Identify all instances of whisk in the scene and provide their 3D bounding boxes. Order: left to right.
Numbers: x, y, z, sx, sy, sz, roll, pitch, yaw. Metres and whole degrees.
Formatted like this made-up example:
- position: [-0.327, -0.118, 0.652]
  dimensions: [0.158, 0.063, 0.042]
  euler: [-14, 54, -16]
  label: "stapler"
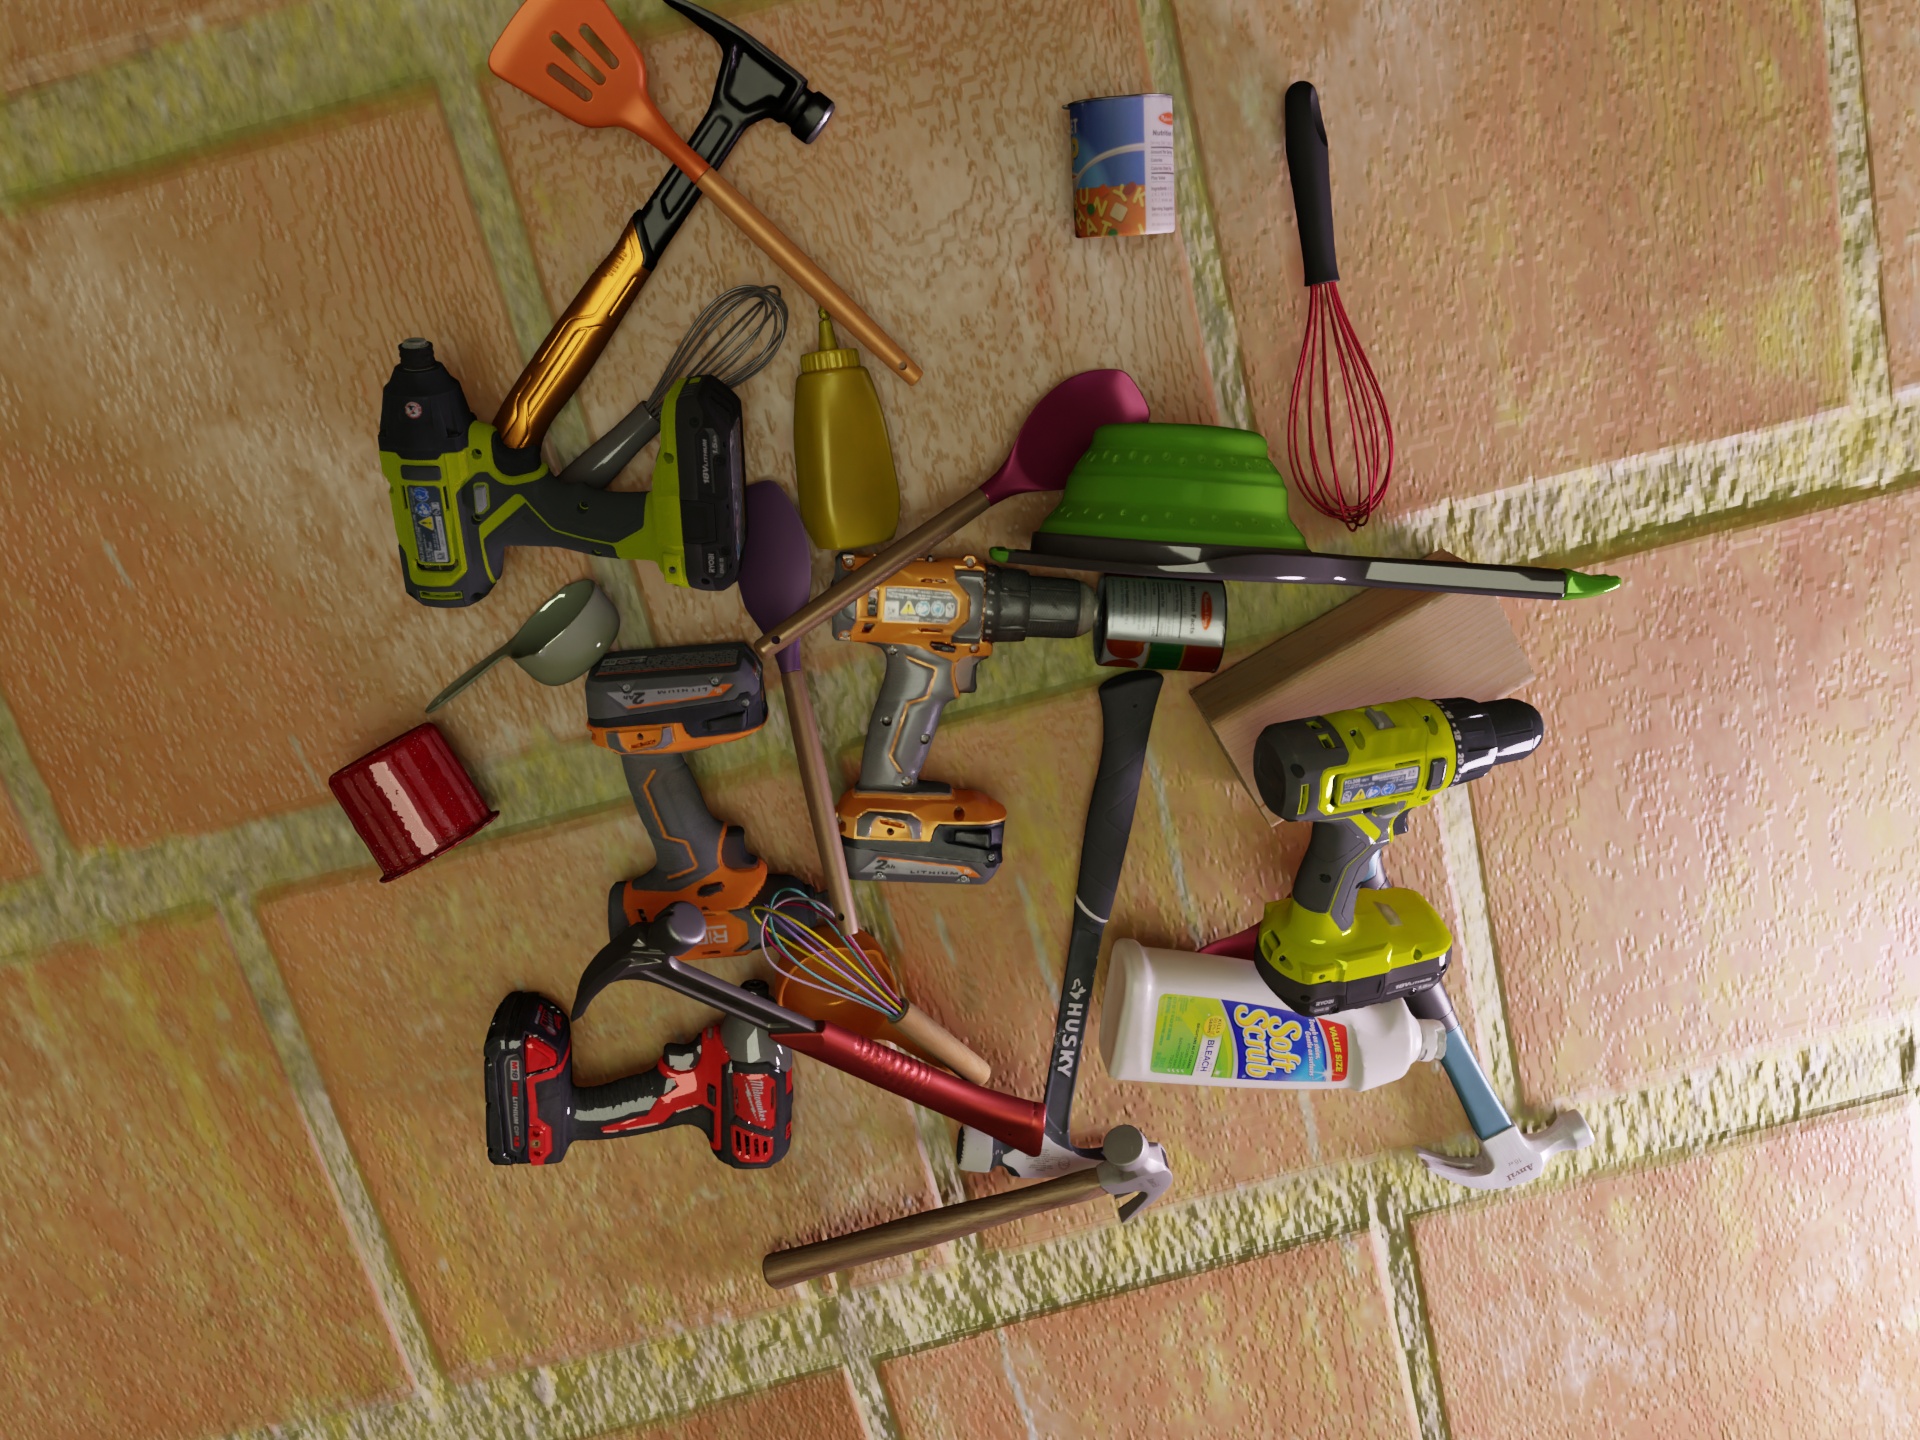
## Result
- position: [-0.206, -0.205, 1.064]
  dimensions: [0.239, 0.055, 0.055]
  euler: [-40, 104, 13]
  label: "whisk"
- position: [-0.061, 0.194, 1.132]
  dimensions: [0.047, 0.051, 0.244]
  euler: [-29, 126, 26]
  label: "whisk"
- position: [0.244, -0.272, 1.061]
  dimensions: [0.073, 0.073, 0.295]
  euler: [-10, 101, 0]
  label: "whisk"

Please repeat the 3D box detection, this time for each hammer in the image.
- position: [-0.227, -0.298, 1.039]
  dimensions: [0.127, 0.034, 0.337]
  euler: [34, 102, -12]
  label: "hammer"
- position: [-0.090, 0.235, 1.124]
  dimensions: [0.358, 0.037, 0.149]
  euler: [29, 134, -24]
  label: "hammer"
- position: [0.003, 0.383, 1.219]
  dimensions: [0.331, 0.031, 0.129]
  euler: [-20, 145, 13]
  label: "hammer"
- position: [0.100, 0.160, 1.187]
  dimensions: [0.149, 0.036, 0.408]
  euler: [7, 105, -6]
  label: "hammer"
- position: [0.365, 0.224, 1.220]
  dimensions: [0.128, 0.033, 0.331]
  euler: [-29, 105, 4]
  label: "hammer"

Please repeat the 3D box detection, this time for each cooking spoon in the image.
- position: [-0.005, -0.136, 1.066]
  dimensions: [0.319, 0.017, 0.068]
  euler: [-36, 101, -10]
  label: "cooking spoon"

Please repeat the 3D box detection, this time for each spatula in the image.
- position: [-0.144, -0.324, 0.998]
  dimensions: [0.322, 0.041, 0.081]
  euler: [41, 99, -16]
  label: "spatula"
- position: [-0.108, -0.009, 1.086]
  dimensions: [0.060, 0.018, 0.316]
  euler: [-13, 88, 21]
  label: "spatula"

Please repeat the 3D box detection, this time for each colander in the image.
- position: [0.219, -0.135, 1.015]
  dimensions: [0.397, 0.204, 0.094]
  euler: [4, 97, 4]
  label: "colander"

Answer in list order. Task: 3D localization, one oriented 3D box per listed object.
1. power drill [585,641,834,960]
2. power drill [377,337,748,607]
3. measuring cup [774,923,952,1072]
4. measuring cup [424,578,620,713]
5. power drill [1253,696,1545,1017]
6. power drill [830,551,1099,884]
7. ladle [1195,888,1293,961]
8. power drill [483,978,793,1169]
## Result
- position: [-0.175, 0.064, 1.123]
  dimensions: [0.164, 0.084, 0.226]
  euler: [-4, 110, -2]
  label: "power drill"
- position: [-0.254, -0.158, 1.020]
  dimensions: [0.223, 0.080, 0.171]
  euler: [1, 119, 0]
  label: "power drill"
- position: [-0.061, 0.214, 1.189]
  dimensions: [0.173, 0.052, 0.095]
  euler: [33, 101, -24]
  label: "measuring cup"
- position: [-0.303, -0.036, 1.101]
  dimensions: [0.167, 0.083, 0.038]
  euler: [-30, 121, 22]
  label: "measuring cup"
- position: [0.289, 0.084, 1.077]
  dimensions: [0.190, 0.080, 0.228]
  euler: [-10, 127, -12]
  label: "power drill"
- position: [-0.002, -0.004, 1.114]
  dimensions: [0.185, 0.084, 0.226]
  euler: [2, 101, -4]
  label: "power drill"
- position: [0.262, 0.112, 1.159]
  dimensions: [0.069, 0.031, 0.315]
  euler: [31, 113, -15]
  label: "ladle"
- position: [-0.234, 0.260, 1.179]
  dimensions: [0.219, 0.079, 0.143]
  euler: [1, 106, -6]
  label: "power drill"
